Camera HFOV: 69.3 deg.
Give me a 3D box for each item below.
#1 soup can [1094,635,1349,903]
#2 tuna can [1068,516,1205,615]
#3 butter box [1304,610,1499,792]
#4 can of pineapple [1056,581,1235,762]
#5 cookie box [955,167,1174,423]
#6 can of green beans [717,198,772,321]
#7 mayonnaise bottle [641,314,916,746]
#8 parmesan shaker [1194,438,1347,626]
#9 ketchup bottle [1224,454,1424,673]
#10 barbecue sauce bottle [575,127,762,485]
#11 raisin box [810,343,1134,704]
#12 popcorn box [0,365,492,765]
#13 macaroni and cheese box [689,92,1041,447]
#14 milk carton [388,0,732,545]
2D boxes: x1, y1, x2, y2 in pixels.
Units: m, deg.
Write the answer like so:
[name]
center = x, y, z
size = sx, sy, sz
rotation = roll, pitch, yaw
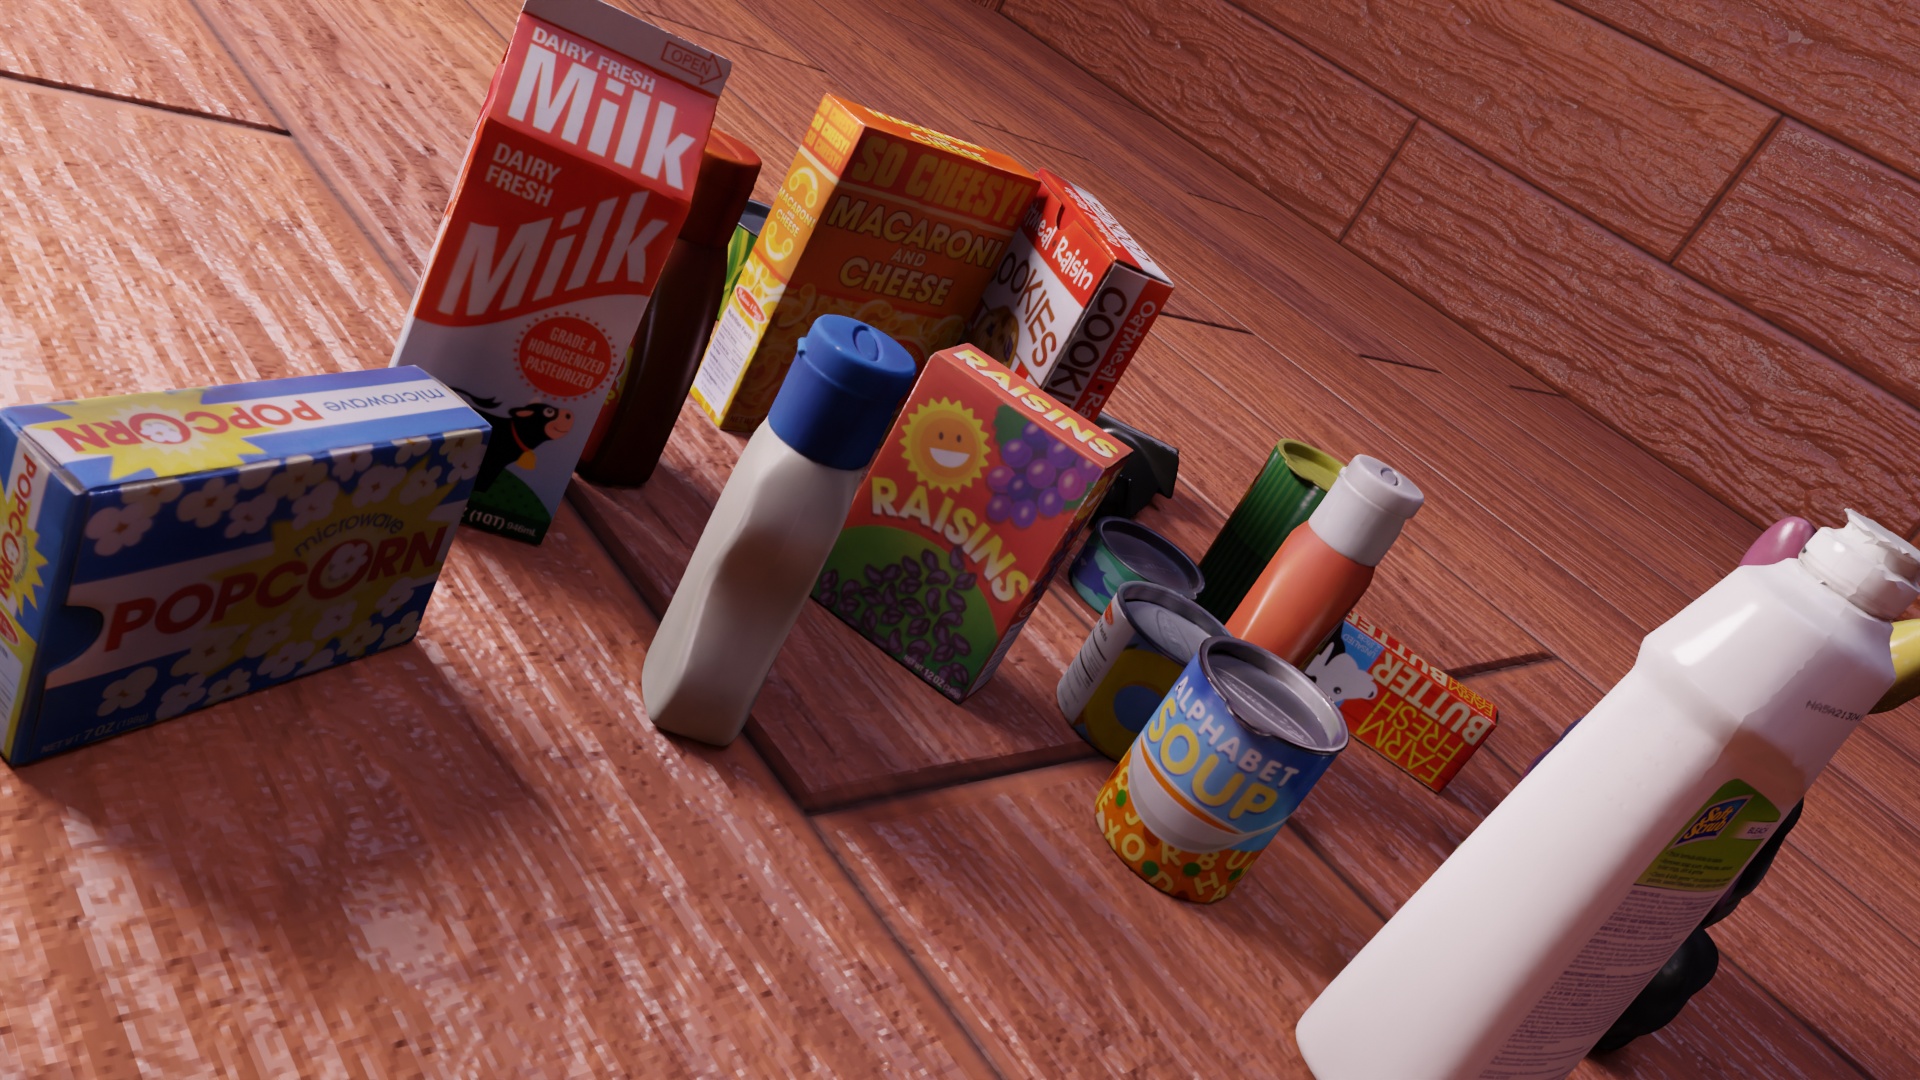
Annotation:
[soup can]
center = 0.099, 0.090, 0.543
size = 0.071, 0.083, 0.071
rotation = 25, 24, -12
[tuna can]
center = 0.094, 0.021, 0.734
size = 0.071, 0.032, 0.071
rotation = 25, 25, -12
[butter box]
center = 0.225, 0.082, 0.735
size = 0.103, 0.053, 0.024
rotation = 34, 24, 10
[can of pineapple]
center = 0.086, 0.061, 0.616
size = 0.071, 0.057, 0.071
rotation = 25, 25, -12
[cookie box]
center = 0.032, -0.093, 0.721
size = 0.040, 0.166, 0.123
rotation = 17, 27, -27
[can of green beans]
center = -0.121, -0.160, 0.815
size = 0.071, 0.057, 0.071
rotation = 25, 25, -12
[mayonnaise bottle]
center = -0.062, -0.004, 0.467
size = 0.041, 0.147, 0.065
rotation = 22, 25, -17
[parmesan shaker]
center = 0.176, 0.003, 0.773
size = 0.071, 0.102, 0.071
rotation = 25, 24, -12
[ketchup bottle]
center = 0.156, 0.030, 0.644
size = 0.043, 0.148, 0.065
rotation = 35, 24, 10
[barbecue sauce bottle]
center = -0.128, -0.098, 0.577
size = 0.044, 0.148, 0.065
rotation = 2, 36, -47
[raisin box]
center = 0.002, -0.007, 0.575
size = 0.086, 0.123, 0.040
rotation = 35, 24, 12
[popcorn box]
center = -0.199, 0.001, 0.383
size = 0.038, 0.085, 0.127
rotation = 37, 25, 16
[macaroni and cheese box]
center = -0.049, -0.129, 0.702
size = 0.124, 0.165, 0.040
rotation = 3, 35, -46
[milk carton]
center = -0.152, -0.100, 0.503
size = 0.072, 0.189, 0.074
rotation = 19, 26, -24
